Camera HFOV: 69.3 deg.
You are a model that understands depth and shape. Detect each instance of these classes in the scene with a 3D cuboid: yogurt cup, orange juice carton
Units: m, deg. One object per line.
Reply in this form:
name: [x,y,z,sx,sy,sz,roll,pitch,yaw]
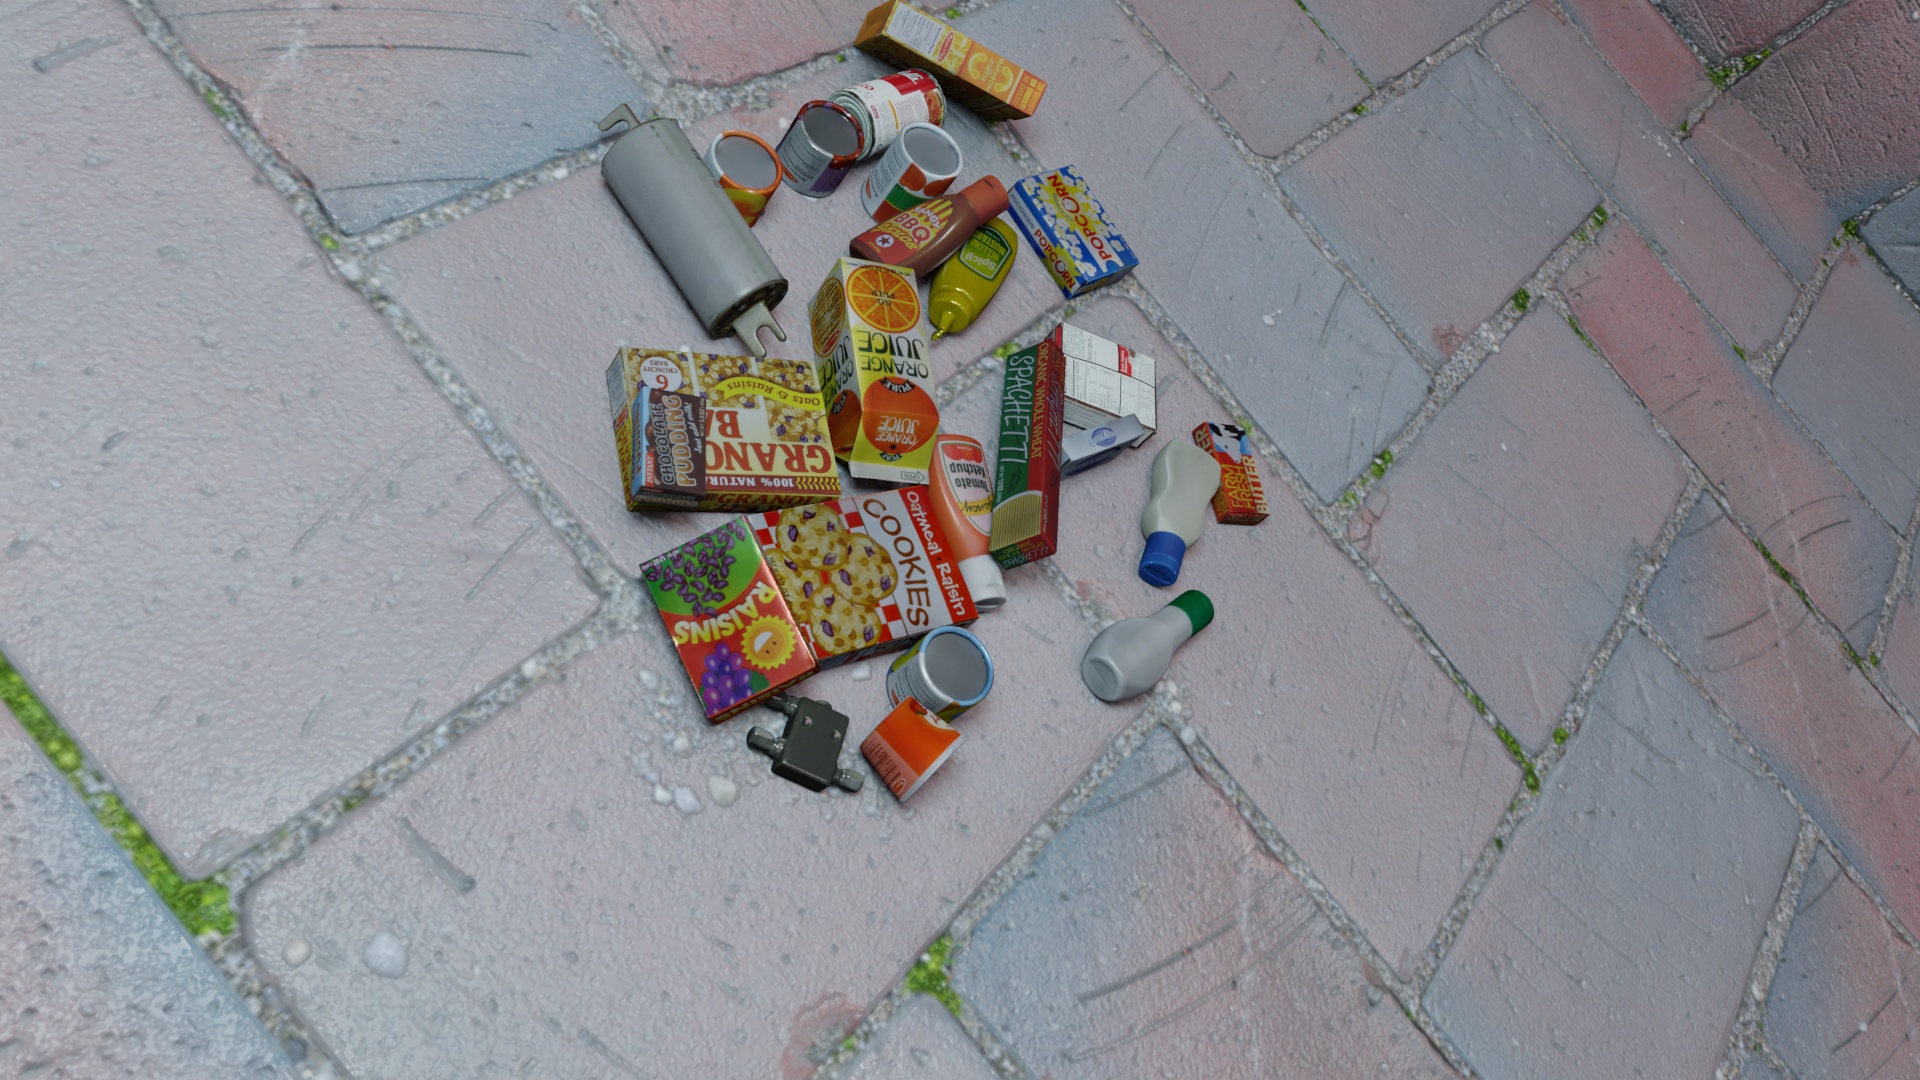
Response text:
yogurt cup: [-0.038,0.153,1.030,0.054,0.072,0.073,44,50,6]
orange juice carton: [-0.071,-0.134,1.159,0.072,0.072,0.193,5,62,-29]

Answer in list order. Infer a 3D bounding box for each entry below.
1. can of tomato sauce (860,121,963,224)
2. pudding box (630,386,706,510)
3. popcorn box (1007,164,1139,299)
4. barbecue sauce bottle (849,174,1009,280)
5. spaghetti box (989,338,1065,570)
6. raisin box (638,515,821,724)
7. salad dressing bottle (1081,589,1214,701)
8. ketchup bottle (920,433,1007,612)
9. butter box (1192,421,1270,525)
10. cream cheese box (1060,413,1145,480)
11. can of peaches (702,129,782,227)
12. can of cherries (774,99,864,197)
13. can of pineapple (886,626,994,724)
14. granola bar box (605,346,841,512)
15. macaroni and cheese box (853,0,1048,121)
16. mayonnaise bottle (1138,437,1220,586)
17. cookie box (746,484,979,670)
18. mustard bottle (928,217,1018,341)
can of tomato sauce: [-0.043,-0.335,1.282,0.071,0.082,0.071,15,58,-25]
pudding box: [-0.213,-0.067,1.010,0.050,0.030,0.084,9,61,-27]
popcorn box: [0.111,-0.311,1.396,0.085,0.038,0.127,-26,80,-40]
barbecue sauce bottle: [-0.024,-0.280,1.252,0.149,0.043,0.065,-34,59,-17]
spaghetti box: [0.060,-0.081,1.200,0.028,0.050,0.251,49,33,-37]
raisin box: [-0.165,0.057,0.994,0.086,0.040,0.123,-26,78,-6]
salad dressing bottle: [0.166,0.088,1.207,0.148,0.043,0.064,-29,80,-40]
ketchup bottle: [0.004,-0.015,1.160,0.065,0.043,0.149,5,62,-41]
butter box: [0.266,-0.066,1.367,0.053,0.024,0.104,4,63,-31]
cream cheese box: [0.115,-0.082,1.262,0.104,0.053,0.024,-22,76,-38]
can of peaches: [-0.191,-0.308,1.191,0.071,0.057,0.071,15,58,-25]
can of cherries: [-0.127,-0.356,1.258,0.071,0.058,0.072,15,58,-25]
can of pineapple: [-0.014,0.105,1.073,0.071,0.057,0.071,15,57,-25]
granola bar box: [-0.183,-0.084,1.084,0.166,0.039,0.124,0,65,-32]
macaroni and cheese box: [-0.012,-0.465,1.356,0.166,0.124,0.040,23,96,-20]
mayonnaise bottle: [0.199,-0.025,1.292,0.065,0.041,0.149,31,53,-12]
cookie box: [-0.080,0.029,1.085,0.168,0.040,0.123,-12,72,-36]
mustard bottle: [0.005,-0.238,1.281,0.065,0.048,0.161,30,52,-11]
